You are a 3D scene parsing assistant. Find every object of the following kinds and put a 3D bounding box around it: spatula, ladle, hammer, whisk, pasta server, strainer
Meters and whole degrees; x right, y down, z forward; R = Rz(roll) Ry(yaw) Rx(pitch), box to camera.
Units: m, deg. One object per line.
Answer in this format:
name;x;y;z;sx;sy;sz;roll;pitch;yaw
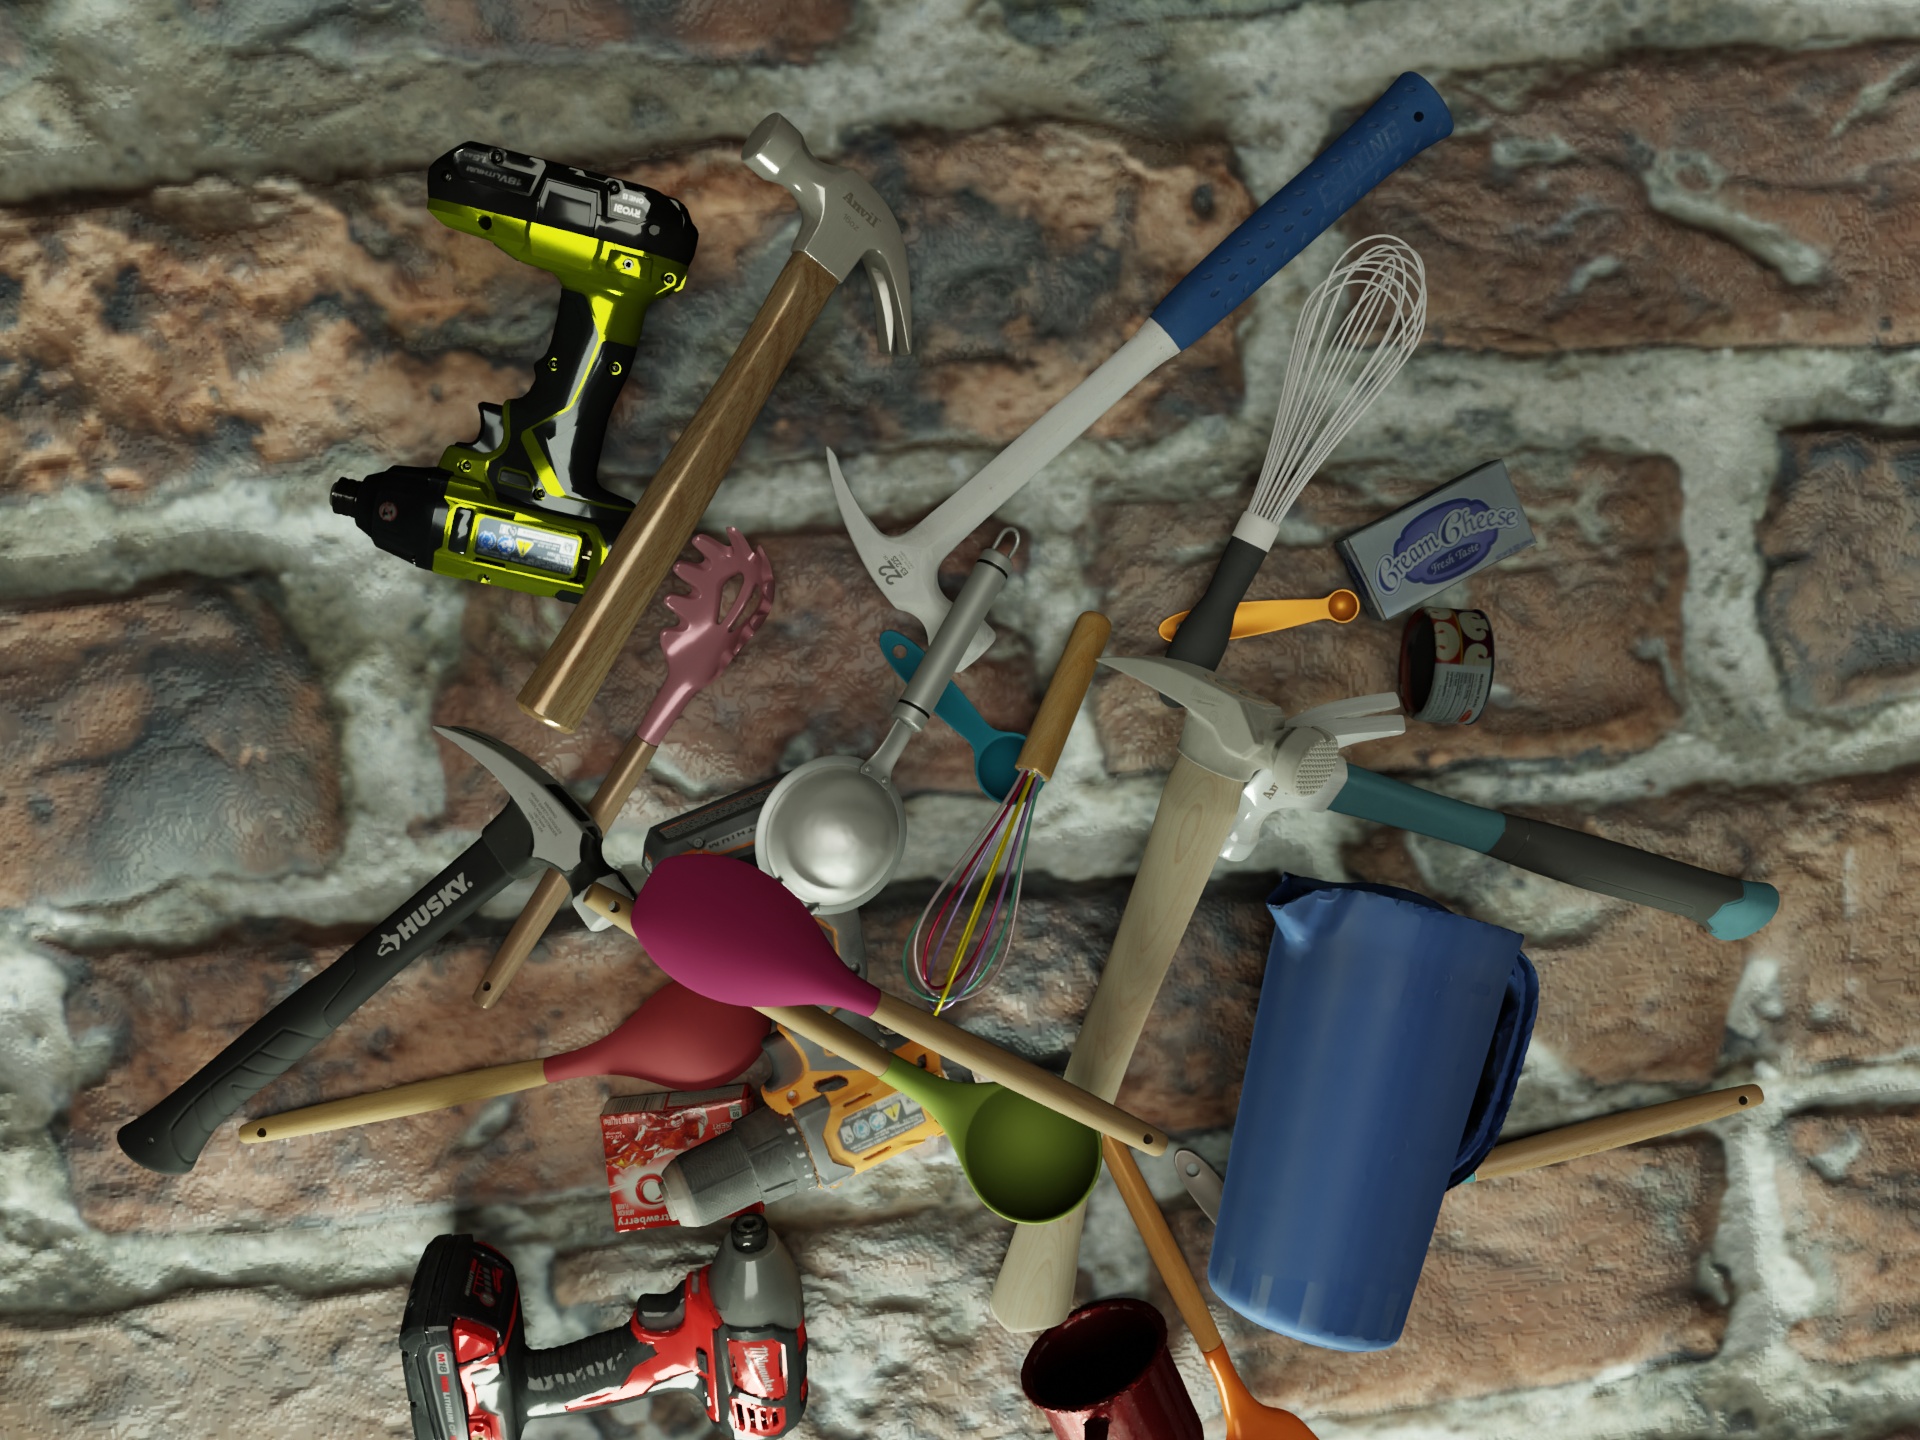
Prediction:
spatula;0.146;0.359;0.961;0.081;0.041;0.322;-28;97;-15
ladle;-0.266;0.208;0.928;0.315;0.031;0.069;-12;95;1
ladle;-0.057;0.171;0.837;0.320;0.062;0.078;35;75;-19
hammer;0.102;-0.212;0.884;0.405;0.035;0.144;-41;98;3
whisk;0.179;-0.135;0.887;0.070;0.070;0.284;25;98;-6
hammer;0.318;0.069;0.918;0.331;0.033;0.128;16;129;-10
hammer;-0.132;-0.141;0.837;0.130;0.031;0.331;33;84;-35
pasta server;-0.196;0.033;0.902;0.060;0.040;0.316;35;97;18
whisk;0.030;0.050;0.888;0.051;0.047;0.245;16;75;29
spatula;0.336;0.267;0.957;0.317;0.044;0.082;-15;88;-2
hammer;0.082;0.166;0.908;0.038;0.146;0.410;-1;114;-47
hammer;-0.349;0.143;0.900;0.335;0.035;0.146;-39;82;7
strainer;-0.031;0.004;0.842;0.086;0.050;0.258;36;75;-28

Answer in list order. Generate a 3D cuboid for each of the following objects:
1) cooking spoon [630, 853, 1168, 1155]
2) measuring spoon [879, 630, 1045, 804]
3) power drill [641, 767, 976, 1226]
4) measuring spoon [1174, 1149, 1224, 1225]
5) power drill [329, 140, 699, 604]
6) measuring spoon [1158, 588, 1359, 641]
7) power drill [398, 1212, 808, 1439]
cooking spoon;-0.023;0.157;0.826;0.318;0.017;0.069;29;80;-16
measuring spoon;-0.001;-0.003;0.920;0.042;0.021;0.128;-43;88;-9
power drill;-0.107;0.158;0.887;0.185;0.084;0.226;-22;101;-16
measuring spoon;0.171;0.310;0.972;0.034;0.018;0.124;-38;91;3
power drill;-0.236;-0.182;0.853;0.171;0.080;0.223;13;100;-5
measuring spoon;0.172;-0.060;0.923;0.117;0.011;0.021;-8;92;2
power drill;-0.199;0.351;0.915;0.219;0.079;0.143;-2;113;-6
